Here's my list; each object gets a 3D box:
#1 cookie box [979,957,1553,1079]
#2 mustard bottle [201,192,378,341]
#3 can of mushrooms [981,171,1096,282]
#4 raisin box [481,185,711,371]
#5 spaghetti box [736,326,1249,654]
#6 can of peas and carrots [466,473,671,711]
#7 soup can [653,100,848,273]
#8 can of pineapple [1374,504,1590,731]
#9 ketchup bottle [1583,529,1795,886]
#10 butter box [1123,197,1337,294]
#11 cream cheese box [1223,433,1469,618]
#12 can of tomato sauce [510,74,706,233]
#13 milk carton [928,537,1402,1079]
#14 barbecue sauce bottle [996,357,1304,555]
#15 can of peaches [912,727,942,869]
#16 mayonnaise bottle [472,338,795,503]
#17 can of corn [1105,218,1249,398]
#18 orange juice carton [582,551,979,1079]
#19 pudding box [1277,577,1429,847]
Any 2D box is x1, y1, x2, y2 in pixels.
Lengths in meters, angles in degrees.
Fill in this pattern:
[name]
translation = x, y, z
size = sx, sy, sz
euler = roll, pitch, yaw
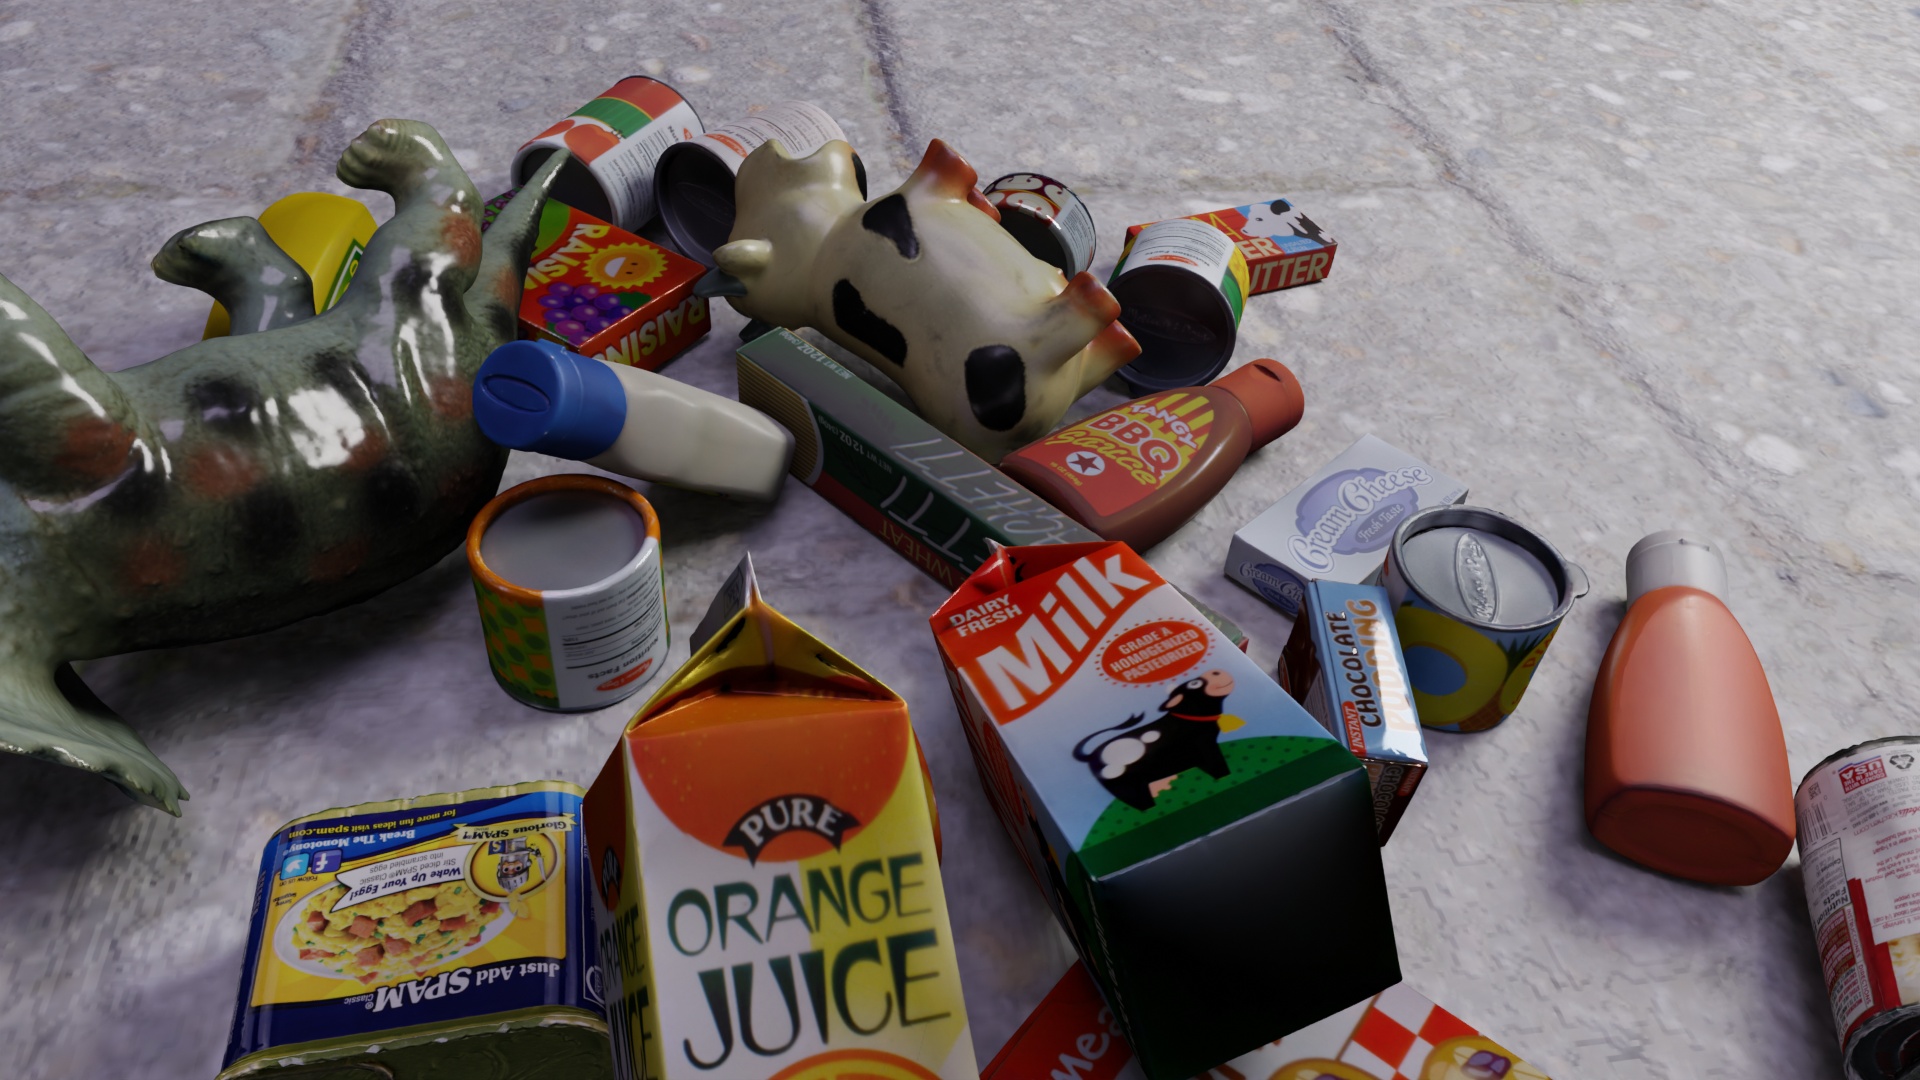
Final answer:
[cookie box]
translation = 0.094, 0.172, 0.370
size = 0.168, 0.040, 0.123
euler = 31, 48, 25
[mustard bottle]
translation = -0.290, -0.081, 0.591
size = 0.049, 0.065, 0.161
euler = 5, 49, -3
[can of mushrooms]
translation = 0.029, -0.145, 0.690
size = 0.071, 0.070, 0.034
euler = 17, 45, 12
[raisin box]
translation = -0.192, -0.116, 0.653
size = 0.123, 0.039, 0.086
euler = 26, 46, 22
[spaghetti box]
translation = 0.002, -0.007, 0.548
size = 0.250, 0.049, 0.029
euler = 35, 52, 28
[can of peas and carrots]
translation = -0.141, 0.017, 0.500
size = 0.071, 0.058, 0.071
euler = 3, 42, -3
[soup can]
translation = -0.105, -0.181, 0.713
size = 0.071, 0.071, 0.084
euler = 28, 42, 22
[can of pineapple]
translation = 0.189, 0.030, 0.522
size = 0.071, 0.057, 0.071
euler = 3, 43, -3
[ketchup bottle]
translation = 0.267, 0.054, 0.515
size = 0.065, 0.043, 0.150
euler = 17, 44, 11
[butter box]
translation = 0.143, -0.154, 0.741
size = 0.104, 0.024, 0.053
euler = -15, 46, -21
[cream cheese box]
translation = 0.162, -0.004, 0.581
size = 0.053, 0.024, 0.104
euler = 34, 50, 29
[can of tomato sauce]
translation = -0.182, -0.193, 0.719
size = 0.071, 0.070, 0.083
euler = 20, 45, 15
[milk carton]
translation = 0.045, 0.061, 0.418
size = 0.073, 0.072, 0.191
euler = -21, 25, -8
[barbecue sauce bottle]
translation = 0.087, -0.036, 0.594
size = 0.149, 0.043, 0.065
euler = -28, 51, -32
[can of peaches]
translation = -0.043, 0.086, 0.433
size = 0.058, 0.070, 0.071
euler = -13, 46, -20
[mayonnaise bottle]
translation = -0.120, -0.043, 0.519
size = 0.065, 0.041, 0.148
euler = 20, 3, 20
[can of corn]
translation = 0.100, -0.109, 0.658
size = 0.071, 0.070, 0.058
euler = 15, 37, 10
[orange juice carton]
translation = -0.047, 0.104, 0.343
size = 0.073, 0.071, 0.193
euler = -4, 70, -24
[pudding box]
translation = 0.136, 0.059, 0.490
size = 0.030, 0.049, 0.084
euler = 6, 42, -2
